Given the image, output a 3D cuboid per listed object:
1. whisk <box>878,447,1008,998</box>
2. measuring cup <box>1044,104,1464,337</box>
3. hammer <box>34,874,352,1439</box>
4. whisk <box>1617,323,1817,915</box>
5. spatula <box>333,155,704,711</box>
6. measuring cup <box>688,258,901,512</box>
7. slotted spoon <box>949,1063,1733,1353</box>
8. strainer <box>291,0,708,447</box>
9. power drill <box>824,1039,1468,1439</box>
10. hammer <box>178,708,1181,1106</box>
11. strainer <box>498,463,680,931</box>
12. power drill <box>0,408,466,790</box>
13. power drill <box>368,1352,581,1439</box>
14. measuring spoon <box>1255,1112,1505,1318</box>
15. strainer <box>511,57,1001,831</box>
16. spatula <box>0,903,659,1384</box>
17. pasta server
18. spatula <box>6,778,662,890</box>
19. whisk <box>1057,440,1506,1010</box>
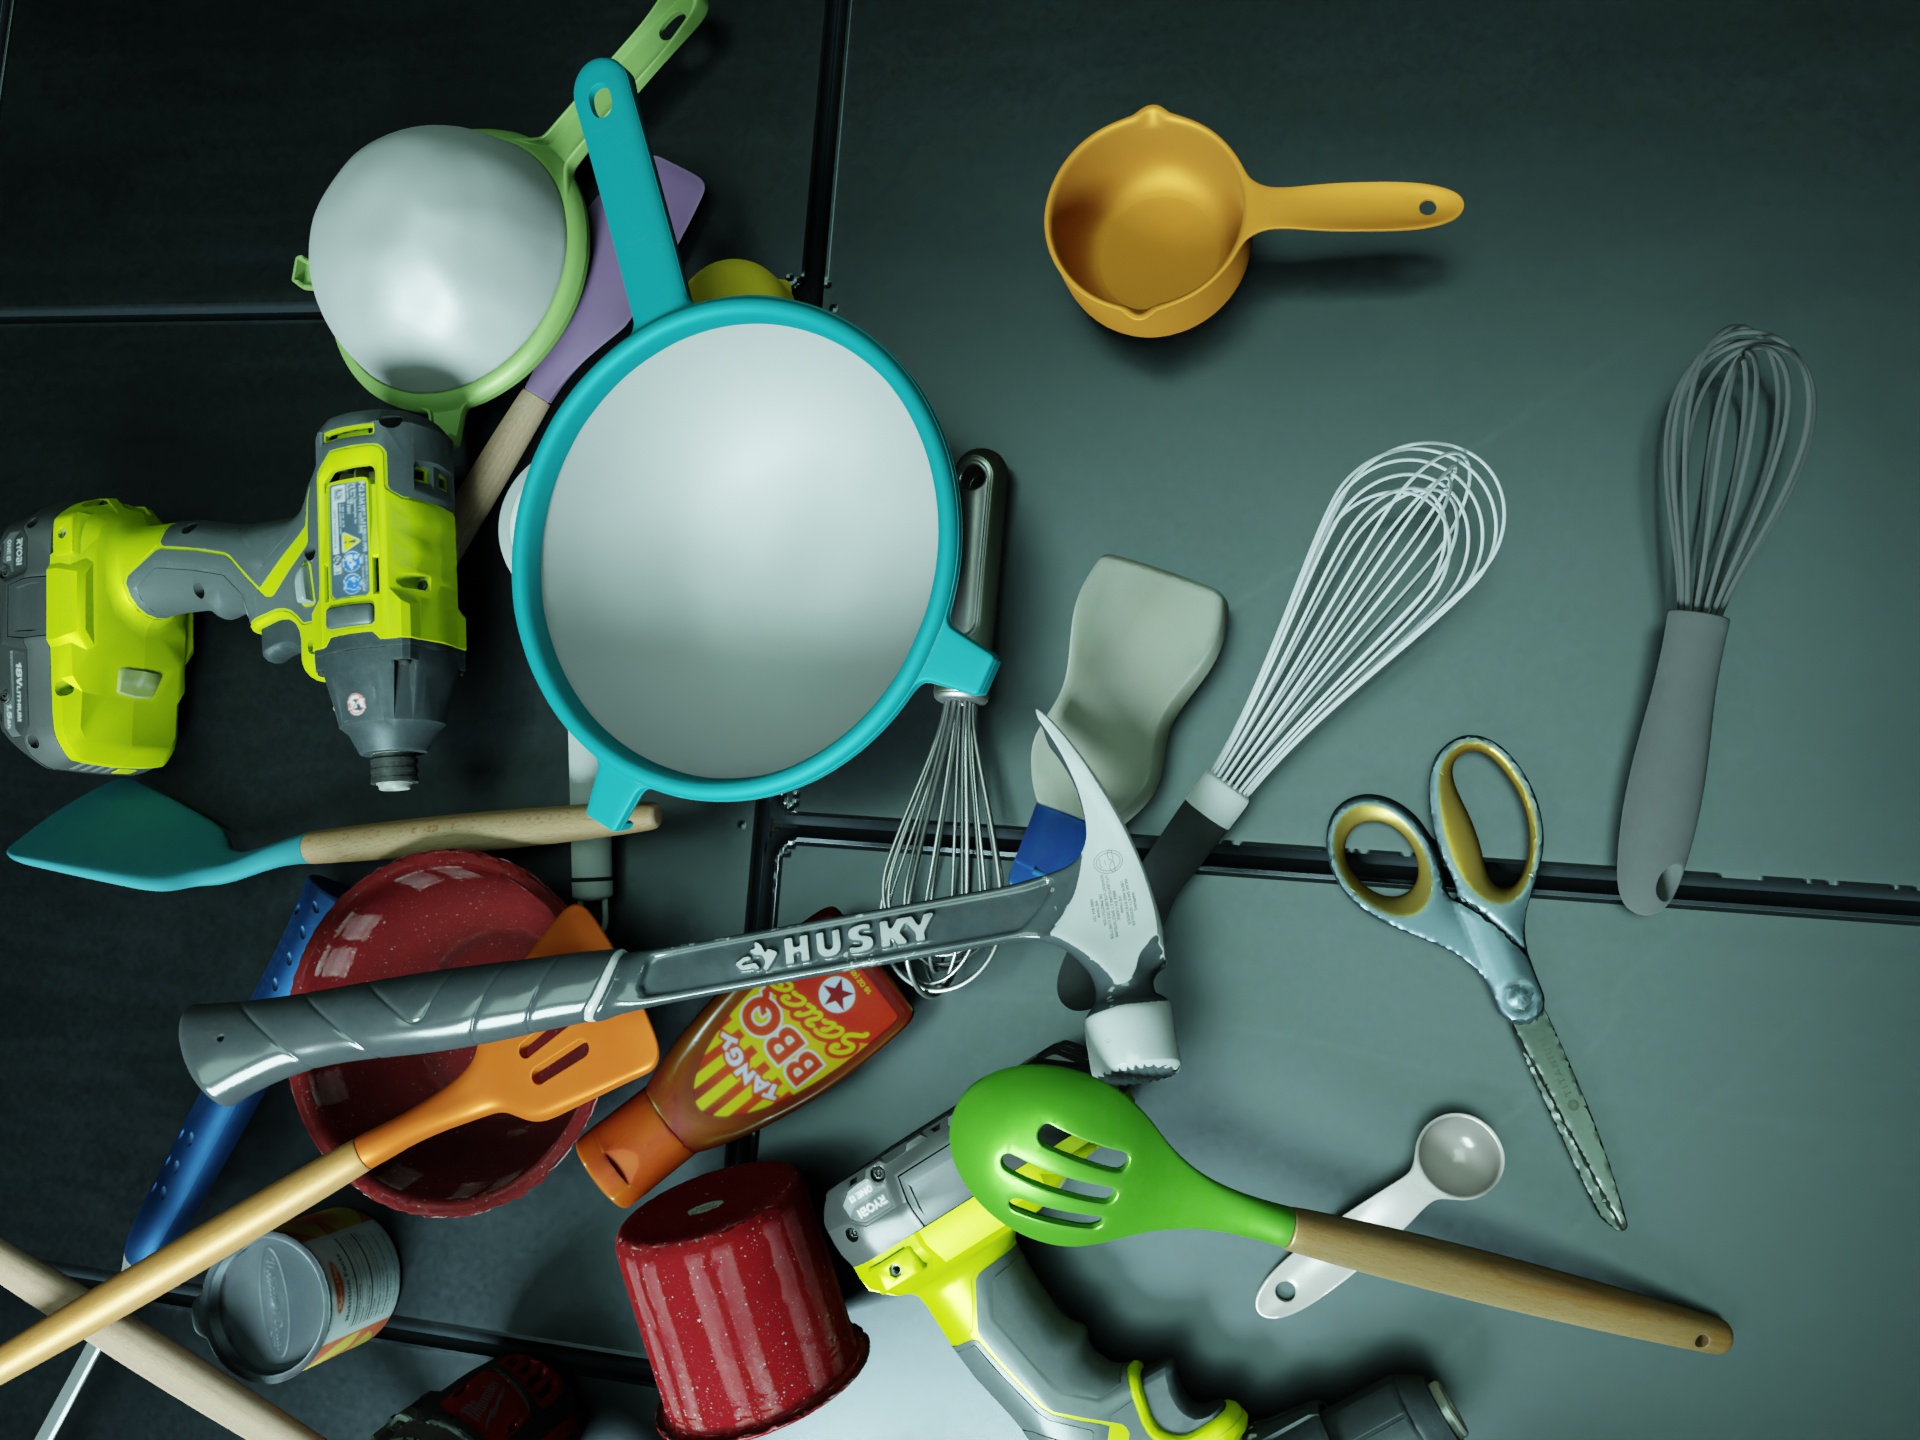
[{"bbox_3d":[-0.001,-0.002,0.698,0.058,0.059,0.246,0,78,26],"label":"whisk"},{"bbox_3d":[0.125,-0.211,0.689,0.173,0.052,0.095,2,84,12],"label":"measuring cup"},{"bbox_3d":[-0.384,0.263,0.739,0.144,0.035,0.405,18,80,59],"label":"hammer"},{"bbox_3d":[0.295,-0.040,0.633,0.055,0.055,0.239,11,91,15],"label":"whisk"},{"bbox_3d":[-0.223,-0.138,0.782,0.060,0.018,0.316,31,90,22],"label":"spatula"},{"bbox_3d":[-0.076,-0.155,0.741,0.062,0.029,0.157,-43,74,6],"label":"measuring cup"},{"bbox_3d":[0.147,0.194,0.594,0.313,0.031,0.070,17,105,-7],"label":"slotted spoon"},{"bbox_3d":[-0.223,-0.267,0.761,0.256,0.069,0.152,-45,69,8],"label":"strainer"},{"bbox_3d":[0.068,0.249,0.637,0.190,0.080,0.228,-34,80,8],"label":"power drill"},{"bbox_3d":[-0.124,0.098,0.642,0.409,0.036,0.149,-10,66,7],"label":"hammer"},{"bbox_3d":[-0.175,-0.027,0.748,0.087,0.050,0.258,-2,86,-1],"label":"strainer"},{"bbox_3d":[-0.341,-0.044,0.757,0.223,0.080,0.171,-7,82,18],"label":"power drill"},{"bbox_3d":[-0.146,0.347,0.622,0.227,0.188,0.080,28,92,11],"label":"power drill"},{"bbox_3d":[0.169,0.204,0.651,0.124,0.018,0.034,-43,75,13],"label":"measuring spoon"},{"bbox_3d":[-0.101,-0.129,0.709,0.211,0.095,0.340,-21,78,19],"label":"strainer"},{"bbox_3d":[-0.276,0.192,0.665,0.322,0.041,0.081,-30,71,-6],"label":"spatula"},{"bbox_3d":[-0.300,0.313,0.688,0.316,0.040,0.060,37,105,-7],"label":"pasta server"},{"bbox_3d":[-0.288,0.049,0.747,0.317,0.082,0.044,-6,112,16],"label":"spatula"},{"bbox_3d":[0.127,0.007,0.662,0.070,0.070,0.284,36,98,15],"label":"whisk"}]
